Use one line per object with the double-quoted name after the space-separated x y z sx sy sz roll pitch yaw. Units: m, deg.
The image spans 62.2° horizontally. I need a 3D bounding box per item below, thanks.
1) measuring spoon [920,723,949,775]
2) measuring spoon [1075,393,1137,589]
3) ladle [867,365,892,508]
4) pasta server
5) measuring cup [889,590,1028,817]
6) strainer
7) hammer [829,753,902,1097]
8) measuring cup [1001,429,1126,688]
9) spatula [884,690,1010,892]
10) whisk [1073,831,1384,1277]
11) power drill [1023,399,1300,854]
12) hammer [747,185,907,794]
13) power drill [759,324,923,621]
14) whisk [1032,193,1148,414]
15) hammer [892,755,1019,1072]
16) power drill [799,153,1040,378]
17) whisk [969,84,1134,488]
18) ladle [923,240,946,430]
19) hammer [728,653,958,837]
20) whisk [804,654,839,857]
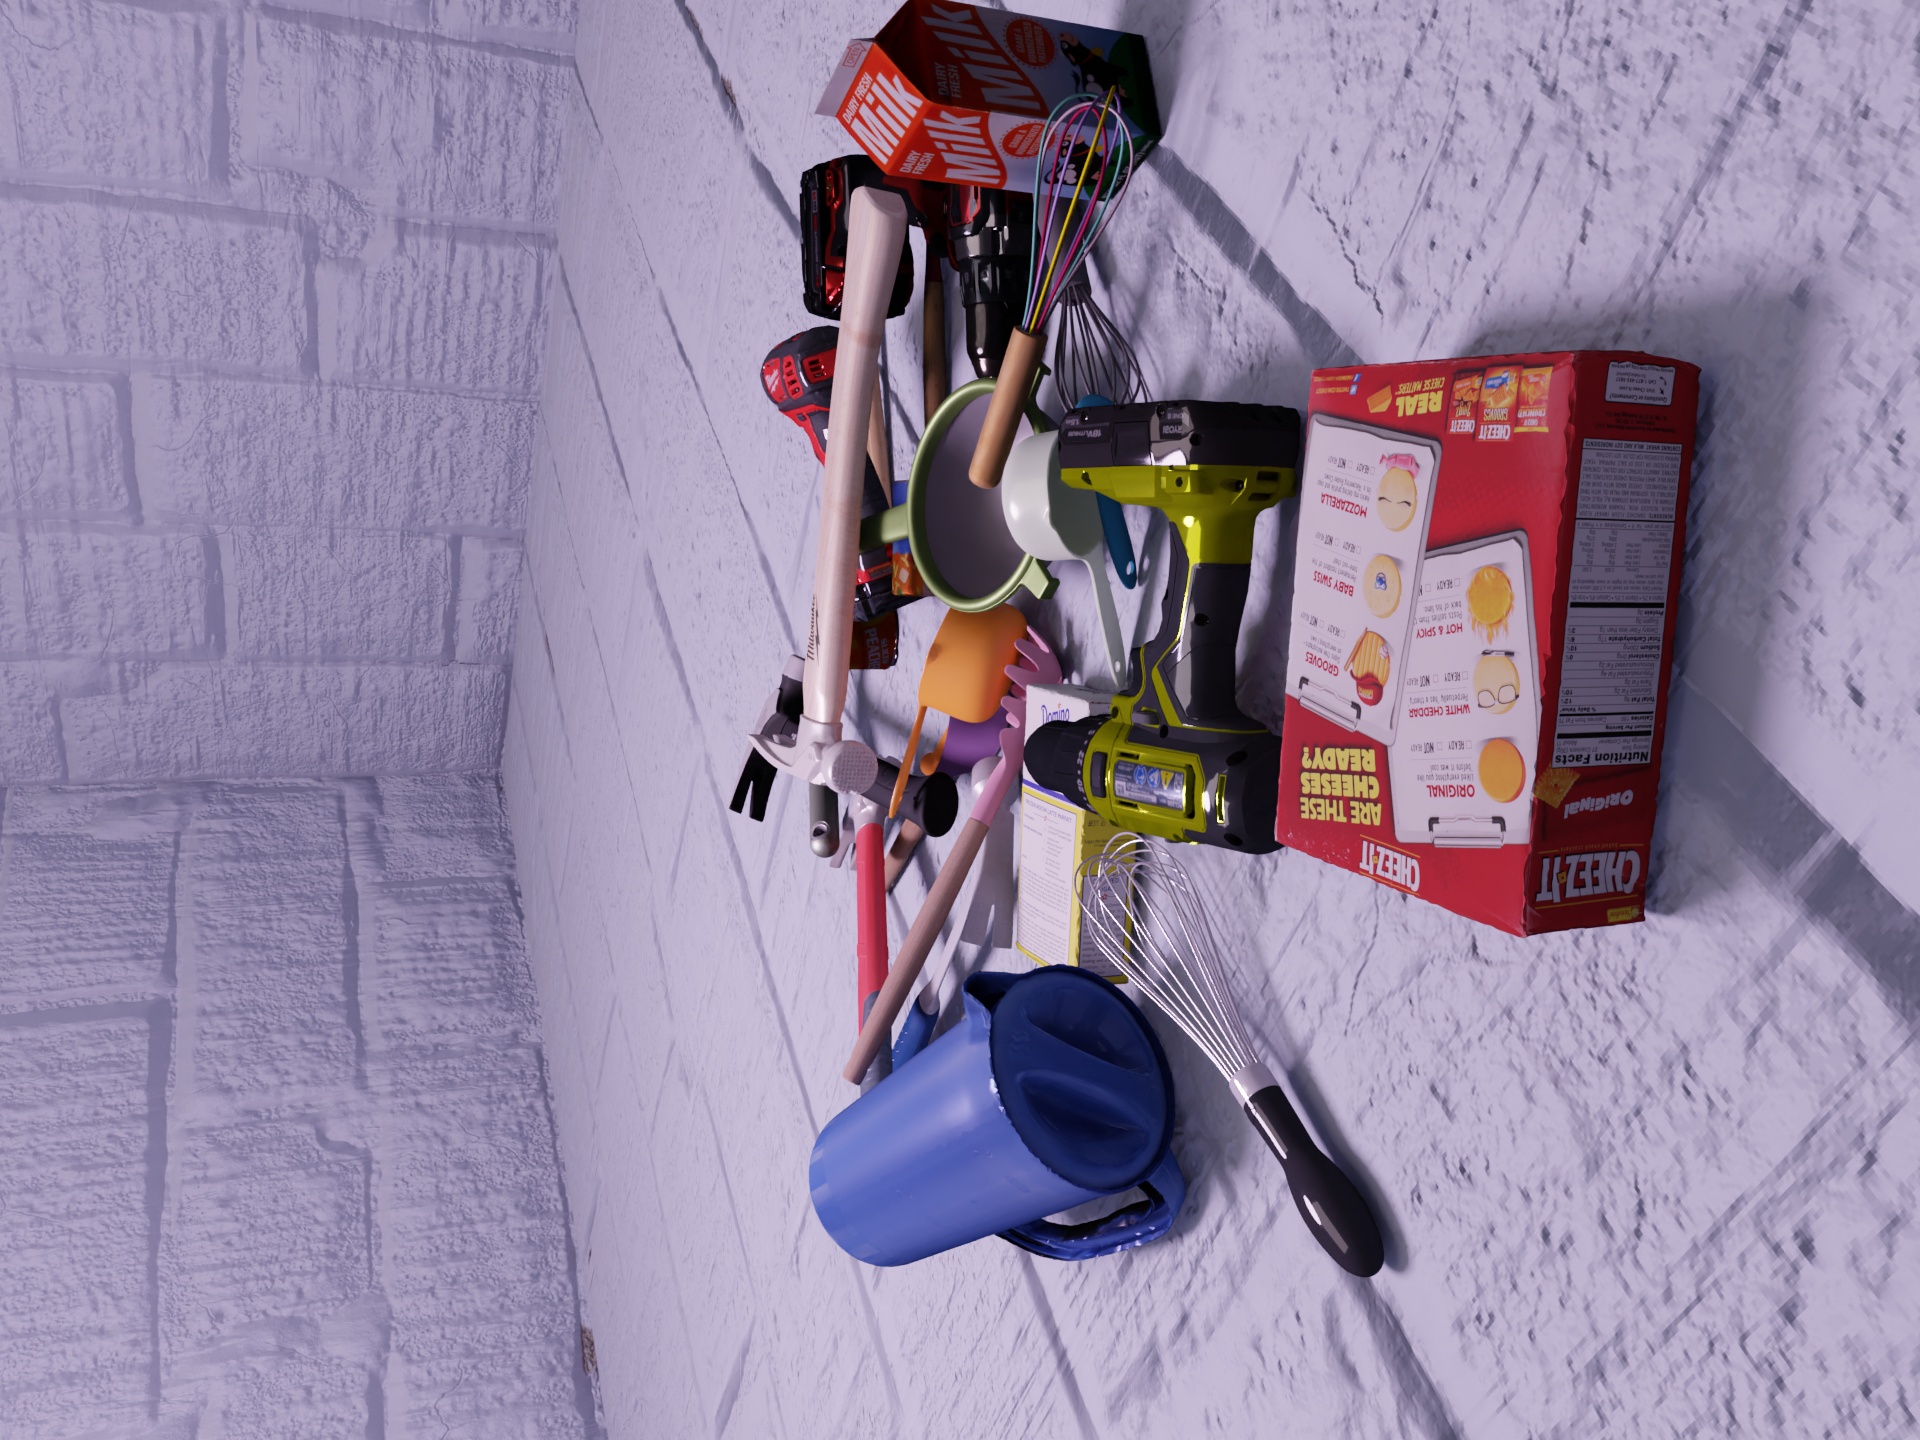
-0.010 0.011 1.228 0.116 0.011 0.021 124 139 -53 "measuring spoon"
0.093 -0.130 0.926 0.021 0.042 0.128 9 133 36 "measuring spoon"
-0.090 -0.302 1.350 0.078 0.062 0.320 163 102 -66 "ladle"
-0.007 0.087 1.035 0.316 0.040 0.060 -64 -9 -7 "pasta server"
-0.002 -0.004 1.099 0.095 0.052 0.173 -36 -34 -74 "measuring cup"
0.002 -0.140 1.084 0.256 0.069 0.151 -8 82 54 "strainer"
-0.070 0.217 1.215 0.143 0.038 0.387 113 160 -45 "hammer"
0.065 -0.092 0.948 0.038 0.083 0.167 0 121 31 "measuring cup"
-0.021 0.060 1.248 0.060 0.018 0.315 63 147 25 "spatula"
0.139 0.169 0.841 0.285 0.070 0.070 59 143 41 "whisk"
0.103 -0.051 0.853 0.191 0.080 0.228 11 102 54 "power drill"
-0.088 -0.162 1.123 0.146 0.038 0.410 18 103 56 "hammer"
-0.095 -0.194 1.244 0.143 0.078 0.219 14 125 66 "power drill"
0.074 -0.268 0.990 0.055 0.055 0.239 125 143 -54 "whisk"
-0.022 0.211 1.204 0.144 0.035 0.405 -87 12 -44 "hammer"
-0.023 -0.332 1.138 0.227 0.080 0.188 9 103 53 "power drill"
0.047 -0.248 0.932 0.047 0.051 0.244 59 137 50 "whisk"
-0.021 -0.311 1.225 0.069 0.031 0.315 9 101 62 "ladle"
-0.093 0.040 1.264 0.335 0.035 0.146 21 86 60 "hammer"
-0.121 0.027 1.395 0.247 0.058 0.059 -97 -18 -47 "whisk"
